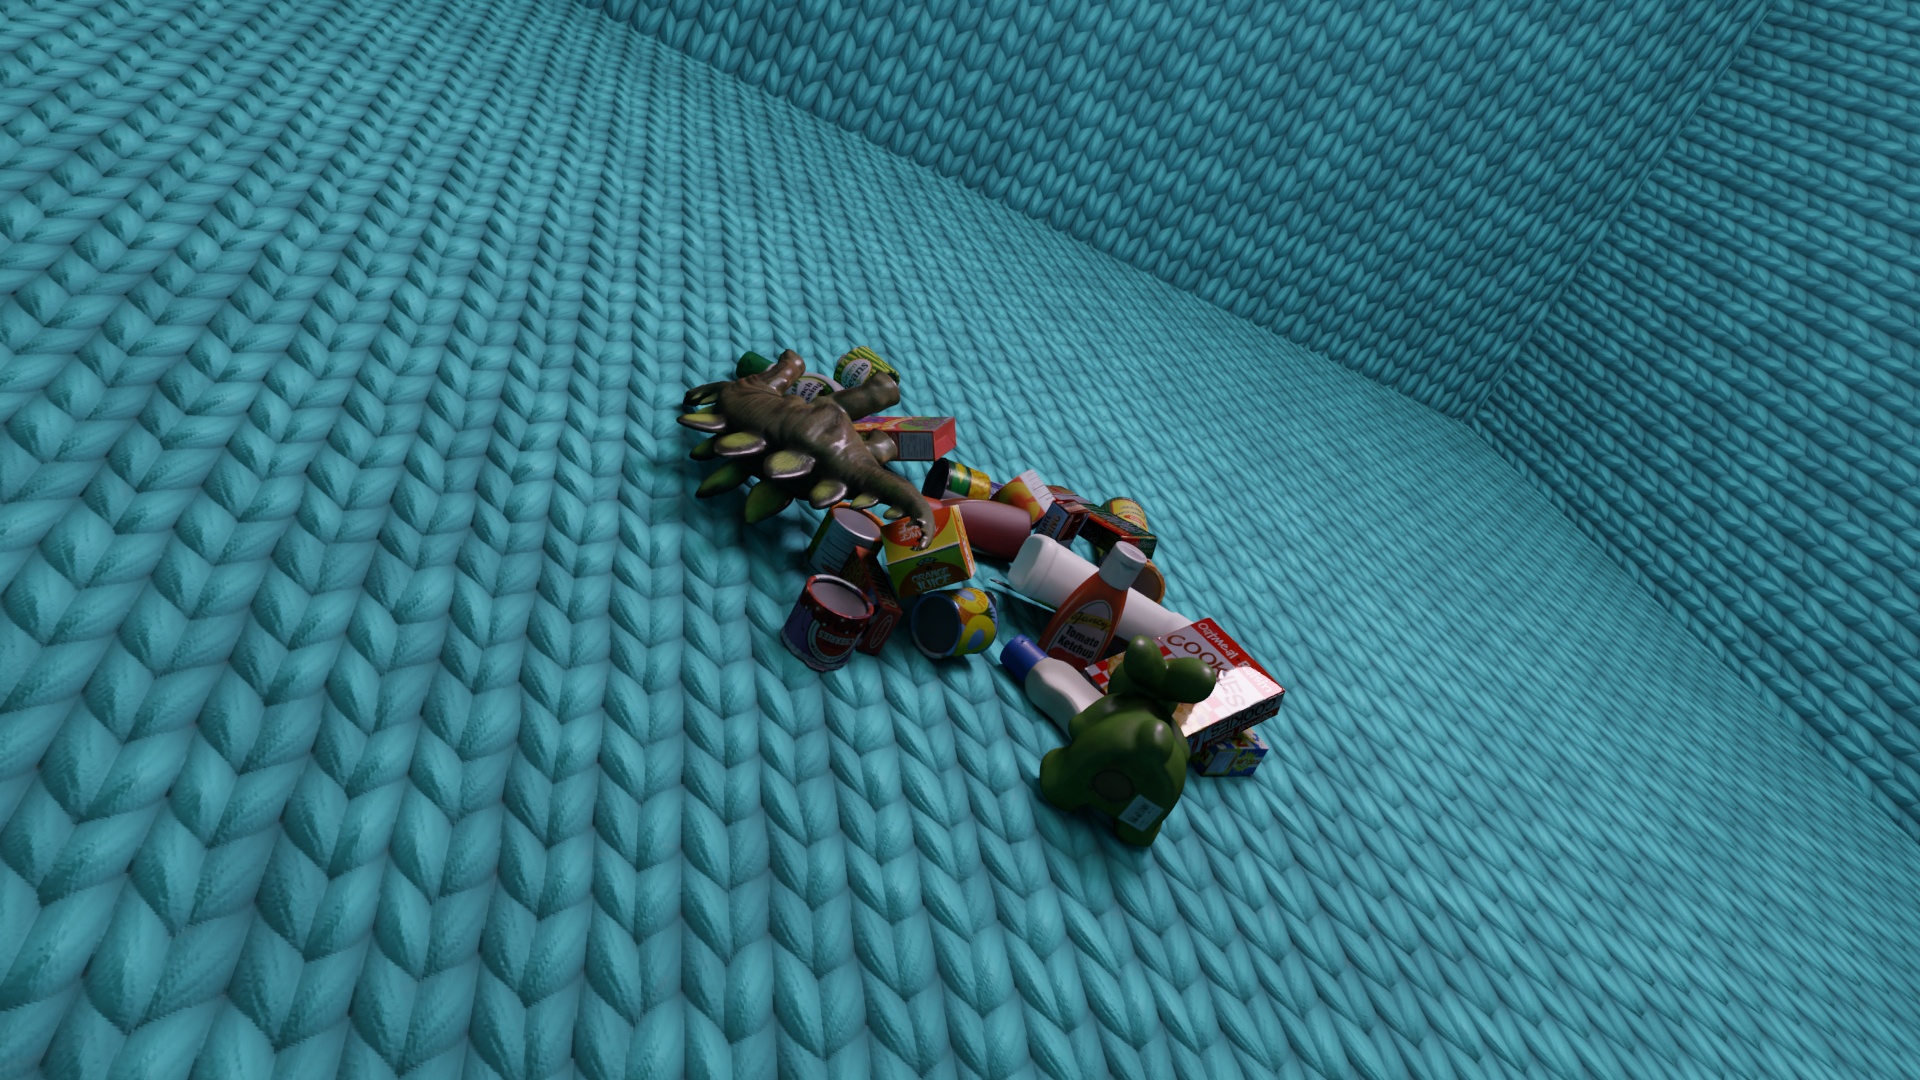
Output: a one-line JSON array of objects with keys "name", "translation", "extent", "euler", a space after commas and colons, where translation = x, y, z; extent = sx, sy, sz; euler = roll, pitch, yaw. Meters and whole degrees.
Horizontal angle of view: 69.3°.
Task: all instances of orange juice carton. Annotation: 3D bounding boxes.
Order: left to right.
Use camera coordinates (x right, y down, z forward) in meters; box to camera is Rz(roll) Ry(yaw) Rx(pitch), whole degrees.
[{"name": "orange juice carton", "translation": [-0.031, 0.009, 1.340], "extent": [0.193, 0.072, 0.073], "euler": [-40, 114, -87]}]

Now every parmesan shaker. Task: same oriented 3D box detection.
[{"name": "parmesan shaker", "translation": [0.204, -0.008, 1.763], "extent": [0.071, 0.071, 0.103], "euler": [26, 23, -10]}]

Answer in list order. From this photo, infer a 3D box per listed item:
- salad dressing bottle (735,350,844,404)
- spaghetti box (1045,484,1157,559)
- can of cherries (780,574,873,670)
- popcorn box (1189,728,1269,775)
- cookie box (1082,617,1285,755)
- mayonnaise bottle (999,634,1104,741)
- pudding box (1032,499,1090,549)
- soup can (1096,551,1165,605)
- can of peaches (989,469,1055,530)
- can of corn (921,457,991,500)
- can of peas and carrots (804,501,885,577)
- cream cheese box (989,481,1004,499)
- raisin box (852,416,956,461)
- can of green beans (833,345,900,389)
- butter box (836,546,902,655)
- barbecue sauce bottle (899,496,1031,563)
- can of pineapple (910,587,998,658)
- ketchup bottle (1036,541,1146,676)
[{"name": "salad dressing bottle", "translation": [-0.199, -0.179, 1.654], "extent": [0.148, 0.064, 0.044], "euler": [28, 3, 16]}, {"name": "spaghetti box", "translation": [0.154, -0.026, 1.684], "extent": [0.050, 0.028, 0.250], "euler": [1, 16, -24]}, {"name": "can of cherries", "translation": [-0.117, 0.073, 1.234], "extent": [0.071, 0.058, 0.072], "euler": [25, 23, -11]}, {"name": "popcorn box", "translation": [0.251, 0.189, 1.454], "extent": [0.085, 0.038, 0.127], "euler": [8, 31, -41]}, {"name": "cookie box", "translation": [0.225, 0.153, 1.406], "extent": [0.168, 0.040, 0.123], "euler": [-19, 46, -27]}, {"name": "mayonnaise bottle", "translation": [0.101, 0.151, 1.354], "extent": [0.148, 0.041, 0.065], "euler": [41, 32, 27]}, {"name": "pudding box", "translation": [0.112, -0.007, 1.632], "extent": [0.030, 0.083, 0.050], "euler": [42, 26, 27]}, {"name": "soup can", "translation": [0.202, 0.046, 1.626], "extent": [0.071, 0.071, 0.084], "euler": [25, 10, -11]}, {"name": "can of peaches", "translation": [0.075, -0.043, 1.656], "extent": [0.058, 0.071, 0.071], "euler": [55, 27, 6]}, {"name": "can of corn", "translation": [-0.005, -0.059, 1.618], "extent": [0.058, 0.071, 0.071], "euler": [20, 25, -24]}, {"name": "can of peas and carrots", "translation": [-0.112, 0.002, 1.384], "extent": [0.071, 0.058, 0.071], "euler": [25, 24, -12]}, {"name": "cream cheese box", "translation": [0.046, -0.050, 1.716], "extent": [0.104, 0.024, 0.053], "euler": [16, 28, -29]}, {"name": "raisin box", "translation": [-0.075, -0.119, 1.625], "extent": [0.123, 0.040, 0.086], "euler": [2, 17, 16]}, {"name": "can of green beans", "translation": [-0.121, -0.207, 1.788], "extent": [0.058, 0.071, 0.071], "euler": [42, 26, 25]}, {"name": "butter box", "translation": [-0.089, 0.055, 1.309], "extent": [0.024, 0.053, 0.104], "euler": [18, 26, -31]}, {"name": "barbecue sauce bottle", "translation": [0.006, -0.020, 1.568], "extent": [0.148, 0.065, 0.043], "euler": [14, -14, -21]}, {"name": "can of pineapple", "translation": [-0.006, 0.078, 1.341], "extent": [0.071, 0.070, 0.058], "euler": [44, 27, 29]}, {"name": "ketchup bottle", "translation": [0.138, 0.070, 1.425], "extent": [0.065, 0.148, 0.044], "euler": [27, 22, -8]}]
